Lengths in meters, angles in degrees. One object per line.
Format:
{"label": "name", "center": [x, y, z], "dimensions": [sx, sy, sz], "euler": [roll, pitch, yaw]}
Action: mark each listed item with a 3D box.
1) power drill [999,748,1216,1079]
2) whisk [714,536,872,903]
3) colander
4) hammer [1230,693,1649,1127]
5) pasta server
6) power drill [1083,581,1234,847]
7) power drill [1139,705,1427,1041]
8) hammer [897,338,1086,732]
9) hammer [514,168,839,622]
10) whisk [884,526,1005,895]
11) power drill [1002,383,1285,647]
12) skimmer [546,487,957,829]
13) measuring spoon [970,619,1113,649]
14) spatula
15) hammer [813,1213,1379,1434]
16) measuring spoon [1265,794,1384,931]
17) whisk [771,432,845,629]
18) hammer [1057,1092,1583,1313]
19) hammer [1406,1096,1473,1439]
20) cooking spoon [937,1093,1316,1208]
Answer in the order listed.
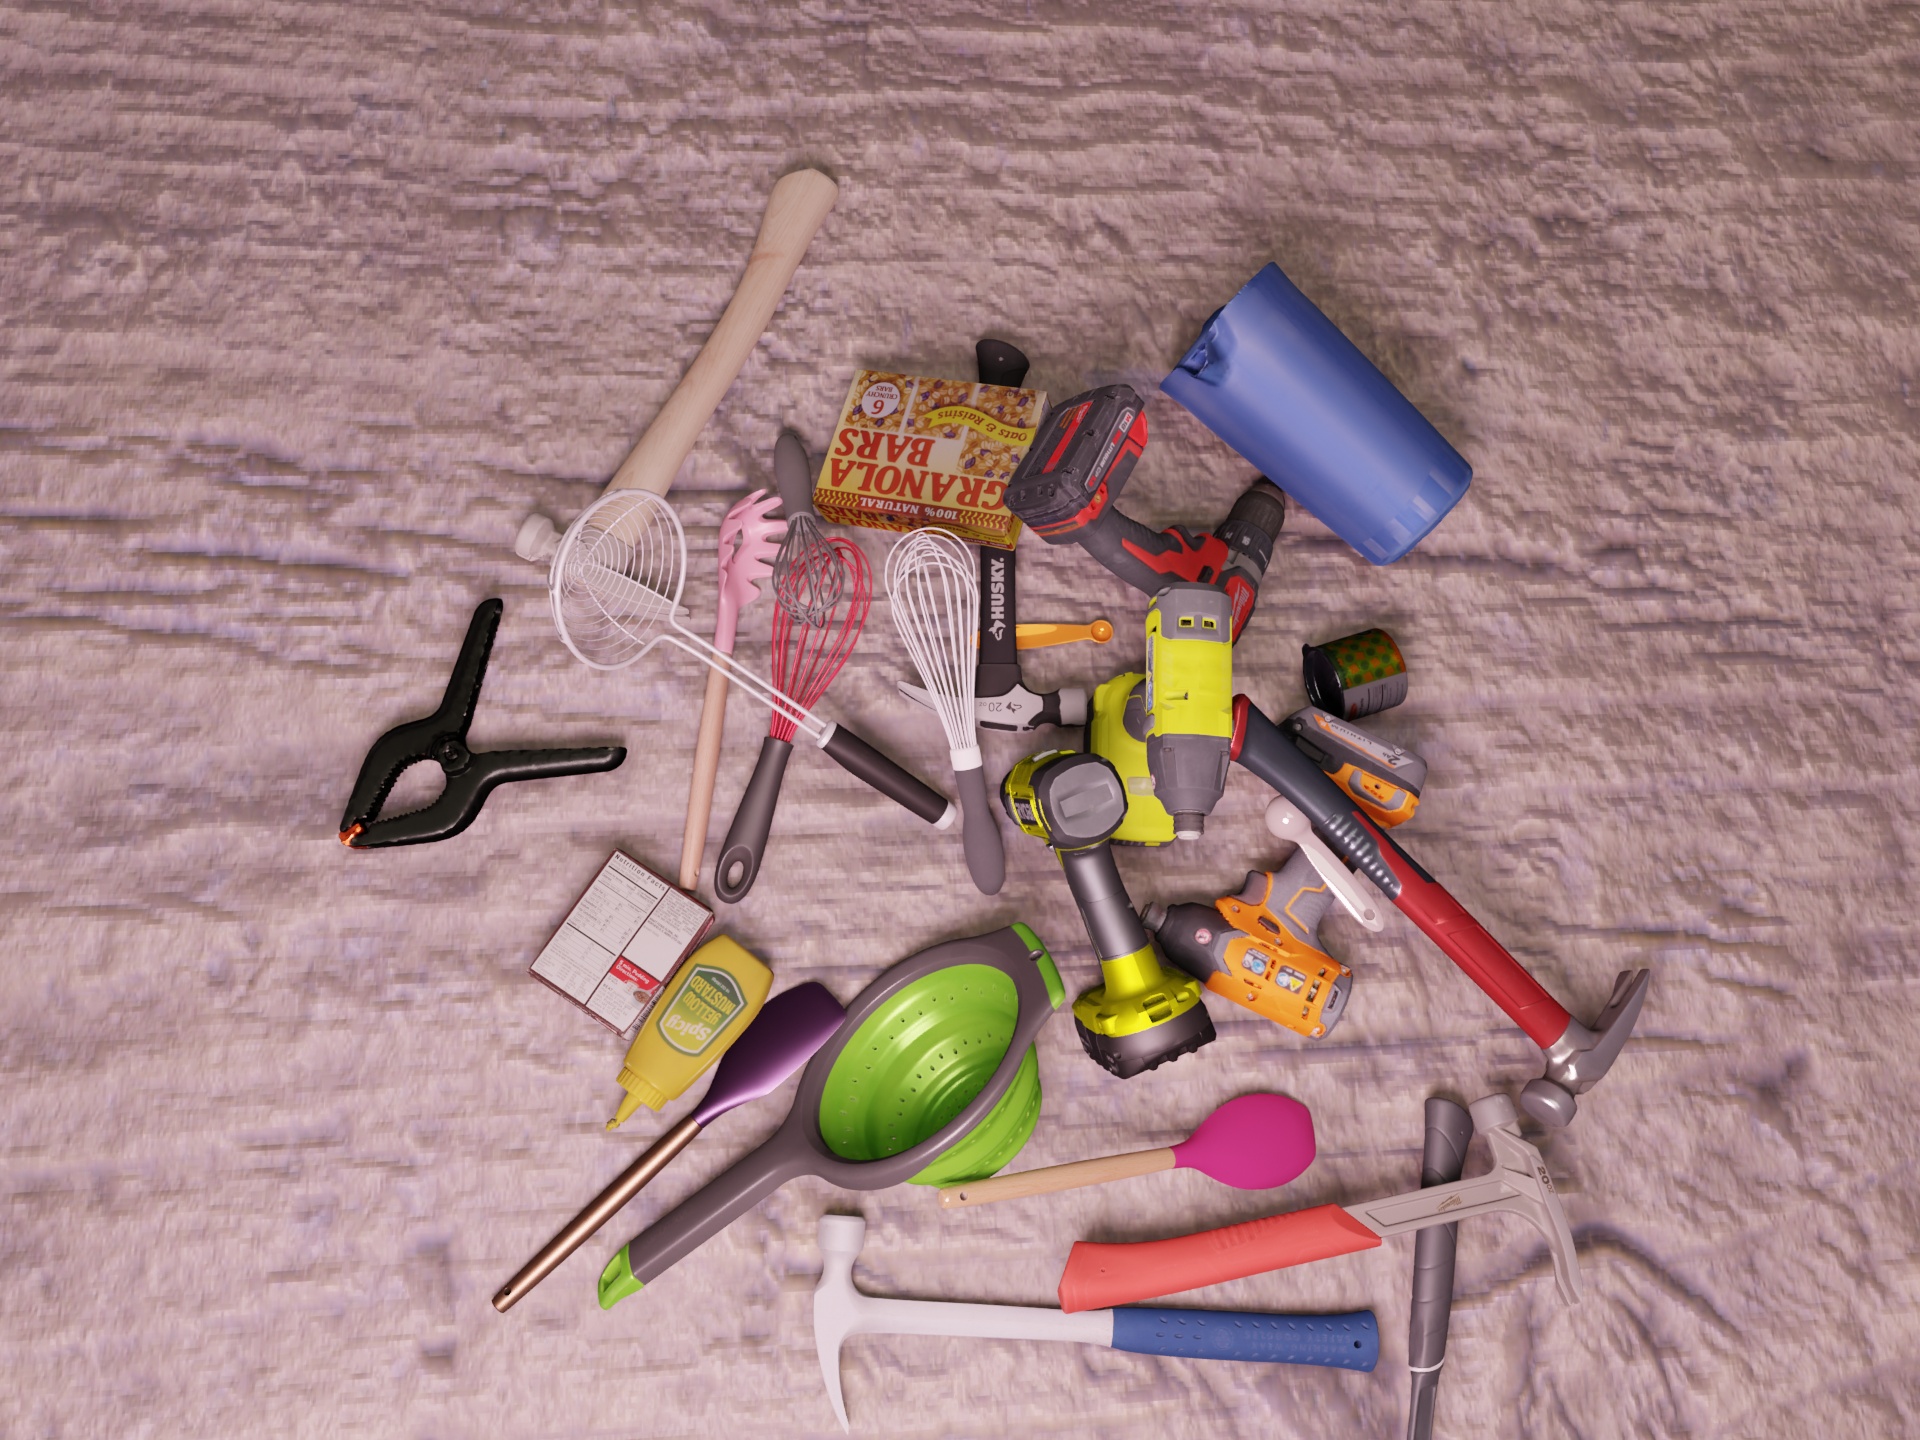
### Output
{"label": "power drill", "center": [0.094, 0.129, 1.155], "dimensions": [0.080, 0.190, 0.228], "euler": [-21, 93, -11]}
{"label": "whisk", "center": [-0.134, -0.002, 1.220], "dimensions": [0.073, 0.073, 0.296], "euler": [17, 81, -1]}
{"label": "colander", "center": [-0.076, 0.308, 1.122], "dimensions": [0.397, 0.205, 0.094], "euler": [-37, 116, 2]}
{"label": "hammer", "center": [0.339, 0.113, 1.162], "dimensions": [0.386, 0.038, 0.143], "euler": [44, 67, -4]}
{"label": "pasta server", "center": [-0.182, -0.026, 1.228], "dimensions": [0.040, 0.060, 0.316], "euler": [-1, 75, 30]}
{"label": "power drill", "center": [0.145, 0.016, 1.153], "dimensions": [0.080, 0.223, 0.171], "euler": [4, 75, -4]}
{"label": "power drill", "center": [0.245, 0.108, 1.215], "dimensions": [0.164, 0.084, 0.226], "euler": [25, 78, 2]}
{"label": "hammer", "center": [0.025, -0.154, 1.280], "dimensions": [0.146, 0.035, 0.335], "euler": [0, 73, 1]}
{"label": "hammer", "center": [-0.196, -0.275, 1.294], "dimensions": [0.146, 0.038, 0.411], "euler": [27, 74, 0]}
{"label": "whisk", "center": [-0.001, -0.004, 1.194], "dimensions": [0.070, 0.070, 0.284], "euler": [-13, 101, -9]}
{"label": "power drill", "center": [0.159, -0.160, 1.242], "dimensions": [0.226, 0.080, 0.188], "euler": [42, 65, -26]}
{"label": "skimmer", "center": [-0.134, -0.026, 1.140], "dimensions": [0.363, 0.090, 0.127], "euler": [36, 69, -20]}
{"label": "measuring spoon", "center": [0.065, -0.067, 1.279], "dimensions": [0.117, 0.011, 0.021], "euler": [-4, 73, -3]}
{"label": "spatula", "center": [-0.211, 0.305, 1.146], "dimensions": [0.316, 0.018, 0.060], "euler": [-43, 56, -13]}
{"label": "hammer", "center": [0.096, 0.439, 1.134], "dimensions": [0.405, 0.035, 0.144], "euler": [5, 75, -4]}
{"label": "measuring spoon", "center": [0.271, 0.105, 1.168], "dimensions": [0.034, 0.018, 0.124], "euler": [-38, 85, -6]}
{"label": "whisk", "center": [-0.124, -0.152, 1.212], "dimensions": [0.055, 0.055, 0.239], "euler": [-6, 42, -7]}
{"label": "hammer", "center": [0.246, 0.372, 1.117], "dimensions": [0.359, 0.036, 0.149], "euler": [-11, 63, -6]}
{"label": "hammer", "center": [0.324, 0.474, 1.127], "dimensions": [0.149, 0.036, 0.409], "euler": [25, 66, -31]}
{"label": "cooking spoon", "center": [0.127, 0.314, 1.126], "dimensions": [0.318, 0.017, 0.069], "euler": [-1, 77, -28]}
